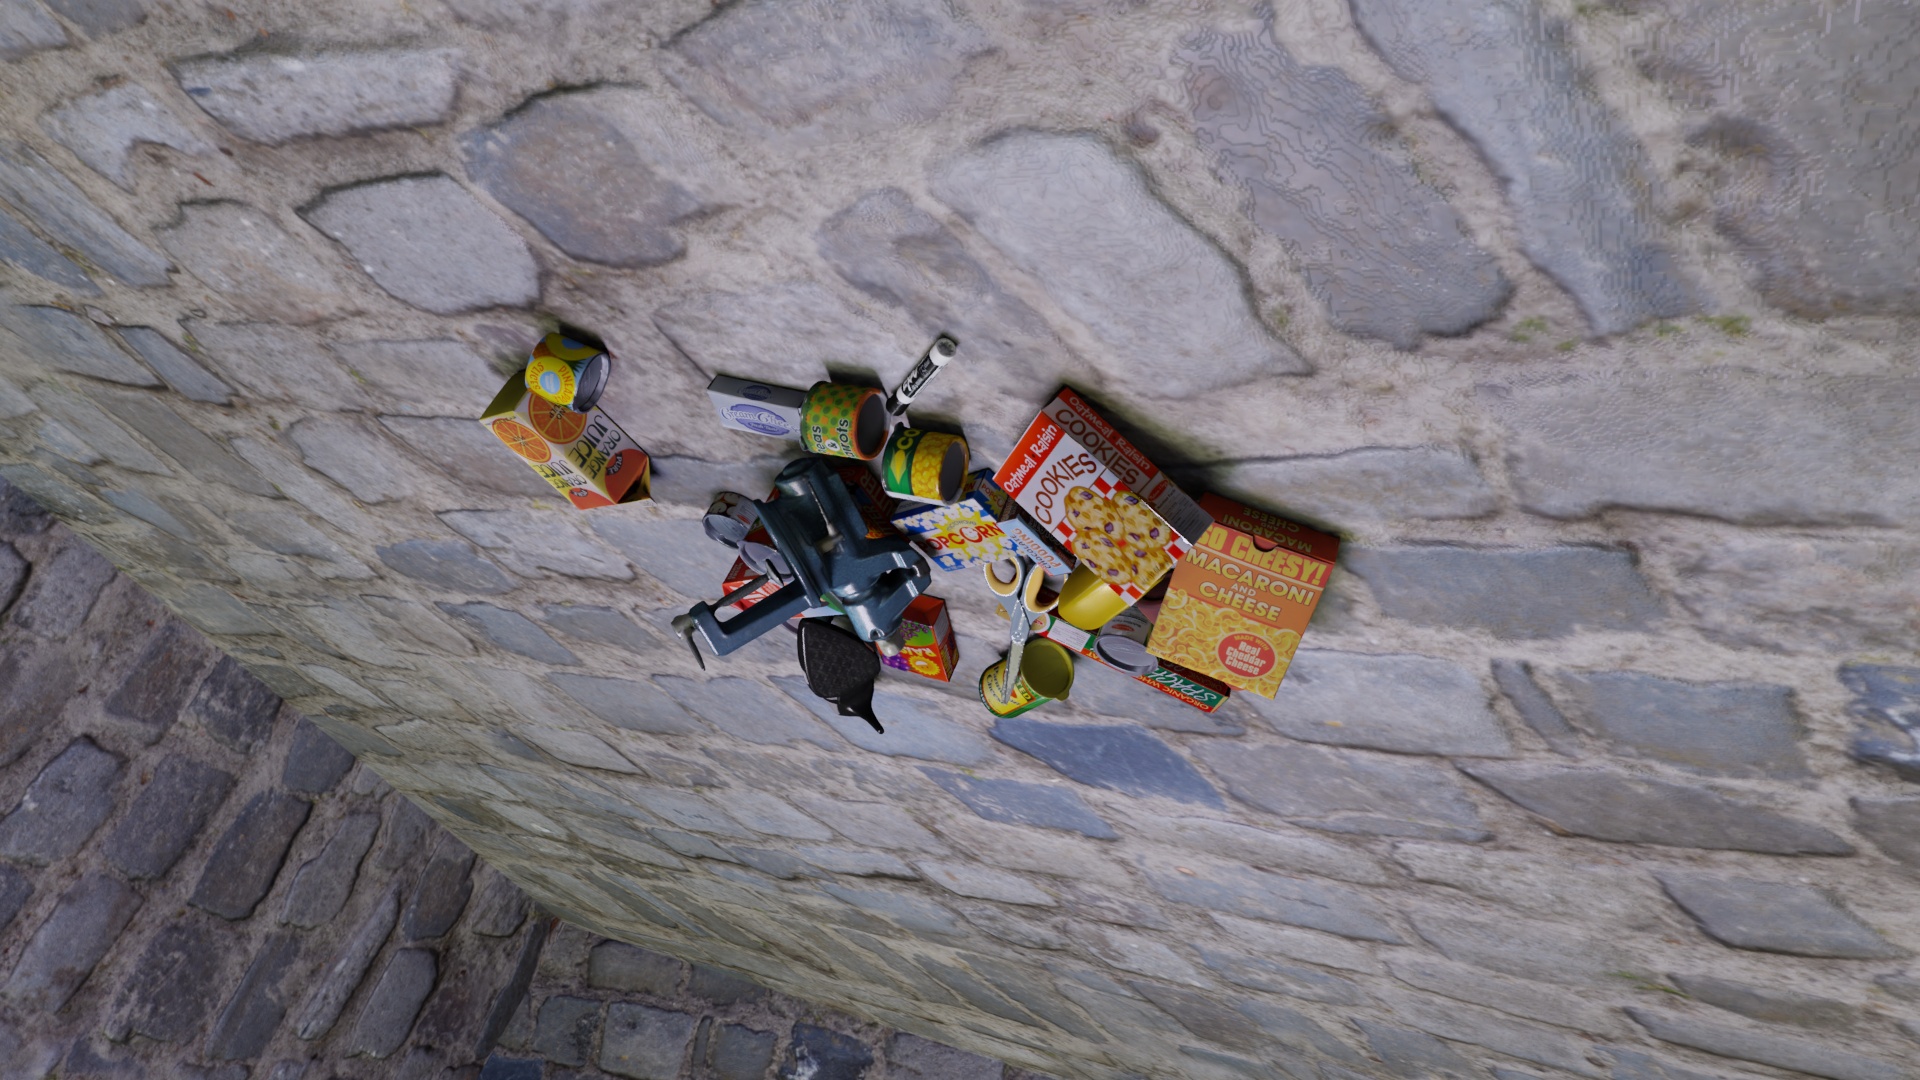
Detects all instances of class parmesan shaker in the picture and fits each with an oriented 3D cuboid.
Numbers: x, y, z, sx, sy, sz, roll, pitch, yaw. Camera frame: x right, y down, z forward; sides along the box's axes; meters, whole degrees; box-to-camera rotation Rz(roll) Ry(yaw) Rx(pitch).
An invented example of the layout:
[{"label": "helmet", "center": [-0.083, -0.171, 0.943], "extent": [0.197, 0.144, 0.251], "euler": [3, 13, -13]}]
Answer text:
[{"label": "parmesan shaker", "center": [0.072, 0.155, 1.518], "extent": [0.071, 0.071, 0.102], "euler": [33, 148, -12]}]

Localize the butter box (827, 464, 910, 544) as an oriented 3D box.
[{"label": "butter box", "center": [-0.094, -0.034, 1.399], "extent": [0.053, 0.024, 0.103], "euler": [-2, 139, 39]}]

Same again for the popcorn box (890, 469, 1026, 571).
[{"label": "popcorn box", "center": [0.005, -0.017, 1.338], "extent": [0.126, 0.038, 0.085], "euler": [-14, 130, 47]}]

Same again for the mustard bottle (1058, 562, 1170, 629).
[{"label": "mustard bottle", "center": [0.151, 0.030, 1.280], "extent": [0.049, 0.065, 0.159], "euler": [33, 144, -15]}]

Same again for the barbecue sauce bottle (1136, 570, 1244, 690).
[{"label": "barbecue sauce bottle", "center": [0.233, 0.089, 1.325], "extent": [0.064, 0.044, 0.148], "euler": [-16, 131, 41]}]

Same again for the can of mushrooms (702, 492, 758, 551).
[{"label": "can of mushrooms", "center": [-0.249, -0.020, 1.526], "extent": [0.071, 0.033, 0.070], "euler": [18, 149, 12]}]

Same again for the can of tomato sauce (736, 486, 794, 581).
[{"label": "can of tomato sauce", "center": [-0.184, -0.011, 1.443], "extent": [0.071, 0.083, 0.070], "euler": [19, 148, 12]}]

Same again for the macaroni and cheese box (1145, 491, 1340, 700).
[{"label": "macaroni and cheese box", "center": [0.244, 0.051, 1.213], "extent": [0.124, 0.040, 0.165], "euler": [20, 130, 9]}]

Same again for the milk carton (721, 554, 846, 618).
[{"label": "milk carton", "center": [-0.192, 0.038, 1.533], "extent": [0.190, 0.073, 0.073], "euler": [-7, 136, 43]}]

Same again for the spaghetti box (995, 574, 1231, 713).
[{"label": "spaghetti box", "center": [0.157, 0.107, 1.423], "extent": [0.250, 0.029, 0.050], "euler": [25, 149, 2]}]

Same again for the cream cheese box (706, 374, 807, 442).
[{"label": "cream cheese box", "center": [-0.188, -0.125, 1.330], "extent": [0.104, 0.024, 0.053], "euler": [13, 147, 21]}]

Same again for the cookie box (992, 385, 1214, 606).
[{"label": "cookie box", "center": [0.118, -0.036, 1.180], "extent": [0.167, 0.040, 0.122], "euler": [43, 148, 5]}]

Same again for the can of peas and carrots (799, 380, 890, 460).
[{"label": "can of peas and carrots", "center": [-0.104, -0.106, 1.250], "extent": [0.059, 0.071, 0.070], "euler": [10, 146, 24]}]

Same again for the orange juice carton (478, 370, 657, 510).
[{"label": "orange juice carton", "center": [-0.410, -0.096, 1.491], "extent": [0.071, 0.073, 0.192], "euler": [-7, 137, 42]}]

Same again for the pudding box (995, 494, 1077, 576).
[{"label": "pudding box", "center": [0.075, -0.011, 1.284], "extent": [0.030, 0.050, 0.083], "euler": [-15, 130, 46]}]

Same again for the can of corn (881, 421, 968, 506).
[{"label": "can of corn", "center": [-0.031, -0.069, 1.260], "extent": [0.058, 0.071, 0.071], "euler": [11, 146, 23]}]

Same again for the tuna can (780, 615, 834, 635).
[{"label": "tuna can", "center": [-0.184, 0.085, 1.638], "extent": [0.071, 0.033, 0.070], "euler": [19, 149, 12]}]

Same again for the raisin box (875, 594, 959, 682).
[{"label": "raisin box", "center": [-0.053, 0.106, 1.567], "extent": [0.086, 0.040, 0.122], "euler": [14, 148, 18]}]

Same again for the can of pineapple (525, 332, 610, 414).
[{"label": "can of pineapple", "center": [-0.389, -0.165, 1.374], "extent": [0.058, 0.071, 0.070], "euler": [23, 149, 6]}]

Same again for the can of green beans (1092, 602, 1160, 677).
[{"label": "can of green beans", "center": [0.170, 0.089, 1.357], "extent": [0.071, 0.058, 0.071], "euler": [19, 148, 12]}]
